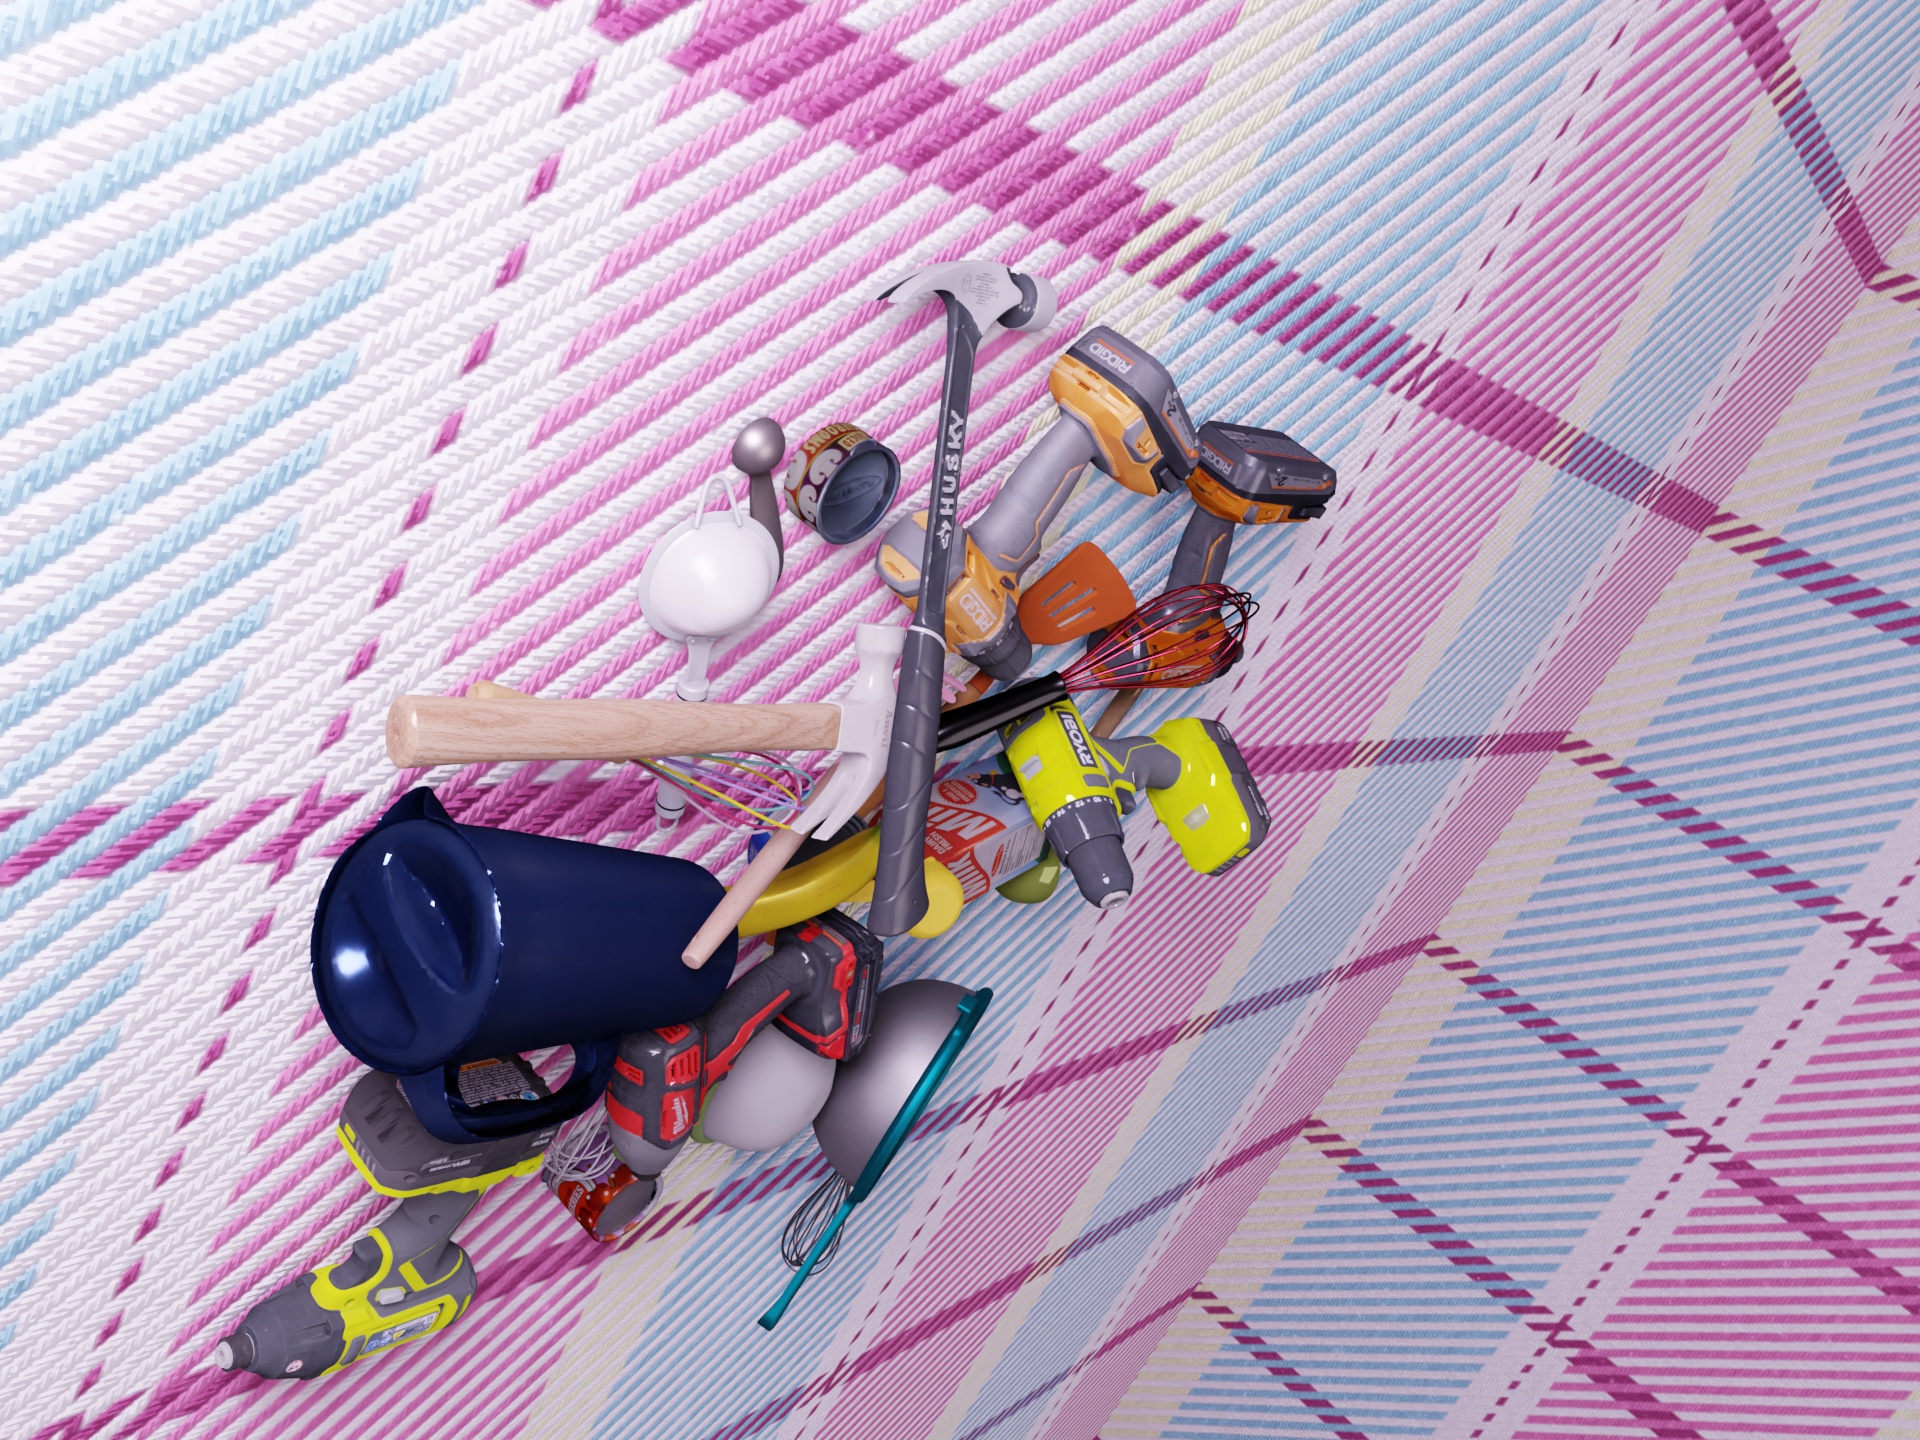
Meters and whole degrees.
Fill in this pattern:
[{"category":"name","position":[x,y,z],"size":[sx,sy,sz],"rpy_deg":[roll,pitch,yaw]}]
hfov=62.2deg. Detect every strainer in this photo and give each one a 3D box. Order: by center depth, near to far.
[{"category":"strainer","position":[-0.156,-0.025,0.947],"size":[0.087,0.050,0.258],"rpy_deg":[-9,135,-31]},{"category":"strainer","position":[-0.165,0.295,1.215],"size":[0.151,0.069,0.256],"rpy_deg":[-63,162,19]},{"category":"strainer","position":[-0.100,0.351,1.359],"size":[0.340,0.095,0.211],"rpy_deg":[-56,172,-5]}]

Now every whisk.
[{"category":"whisk","position":[-0.175,0.022,0.919],"size":[0.051,0.047,0.244],"rpy_deg":[-24,149,34]},{"category":"whisk","position":[-0.226,0.225,1.129],"size":[0.246,0.058,0.059],"rpy_deg":[-58,-175,5]},{"category":"whisk","position":[0.092,-0.033,1.180],"size":[0.296,0.073,0.073],"rpy_deg":[-22,144,-12]},{"category":"whisk","position":[-0.107,0.433,1.529],"size":[0.055,0.055,0.239],"rpy_deg":[8,113,-58]}]

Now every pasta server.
[{"category":"pasta server","position":[-0.086,0.055,1.039],"size":[0.060,0.040,0.316],"rpy_deg":[-30,-163,43]}]

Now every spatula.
[{"category":"spatula","position":[-0.002,-0.004,1.189],"size":[0.322,0.041,0.080],"rpy_deg":[-46,127,-7]}]

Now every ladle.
[{"category":"ladle","position":[0.126,0.019,1.387],"size":[0.320,0.078,0.062],"rpy_deg":[-54,137,-8]}]

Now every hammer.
[{"category":"hammer","position":[-0.155,0.007,0.872],"size":[0.331,0.031,0.130],"rpy_deg":[-1,100,-48]},{"category":"hammer","position":[-0.020,-0.068,0.952],"size":[0.149,0.036,0.409],"rpy_deg":[-7,108,-53]}]

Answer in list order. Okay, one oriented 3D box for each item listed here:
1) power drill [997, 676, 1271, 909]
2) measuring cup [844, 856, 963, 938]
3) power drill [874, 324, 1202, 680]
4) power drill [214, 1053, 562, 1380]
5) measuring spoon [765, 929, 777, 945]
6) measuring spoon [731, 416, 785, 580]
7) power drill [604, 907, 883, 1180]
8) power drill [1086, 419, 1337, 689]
[{"category":"power drill","position":[0.142,0.065,1.273],"size":[0.228,0.191,0.080],"rpy_deg":[7,140,-42]},{"category":"measuring cup","position":[-0.061,0.128,1.144],"size":[0.156,0.029,0.062],"rpy_deg":[9,105,-40]},{"category":"power drill","position":[0.060,-0.134,1.088],"size":[0.226,0.084,0.185],"rpy_deg":[-46,148,-2]},{"category":"power drill","position":[-0.359,0.320,1.007],"size":[0.171,0.080,0.223],"rpy_deg":[0,126,-55]},{"category":"measuring spoon","position":[-0.136,0.131,1.178],"size":[0.021,0.011,0.116],"rpy_deg":[-33,146,-31]},{"category":"measuring spoon","position":[-0.110,-0.122,0.923],"size":[0.034,0.018,0.124],"rpy_deg":[-36,148,-27]},{"category":"power drill","position":[-0.157,0.226,1.120],"size":[0.219,0.079,0.143],"rpy_deg":[-27,137,-47]},{"category":"power drill","position":[0.212,-0.124,1.302],"size":[0.164,0.084,0.226],"rpy_deg":[-1,127,-42]}]
